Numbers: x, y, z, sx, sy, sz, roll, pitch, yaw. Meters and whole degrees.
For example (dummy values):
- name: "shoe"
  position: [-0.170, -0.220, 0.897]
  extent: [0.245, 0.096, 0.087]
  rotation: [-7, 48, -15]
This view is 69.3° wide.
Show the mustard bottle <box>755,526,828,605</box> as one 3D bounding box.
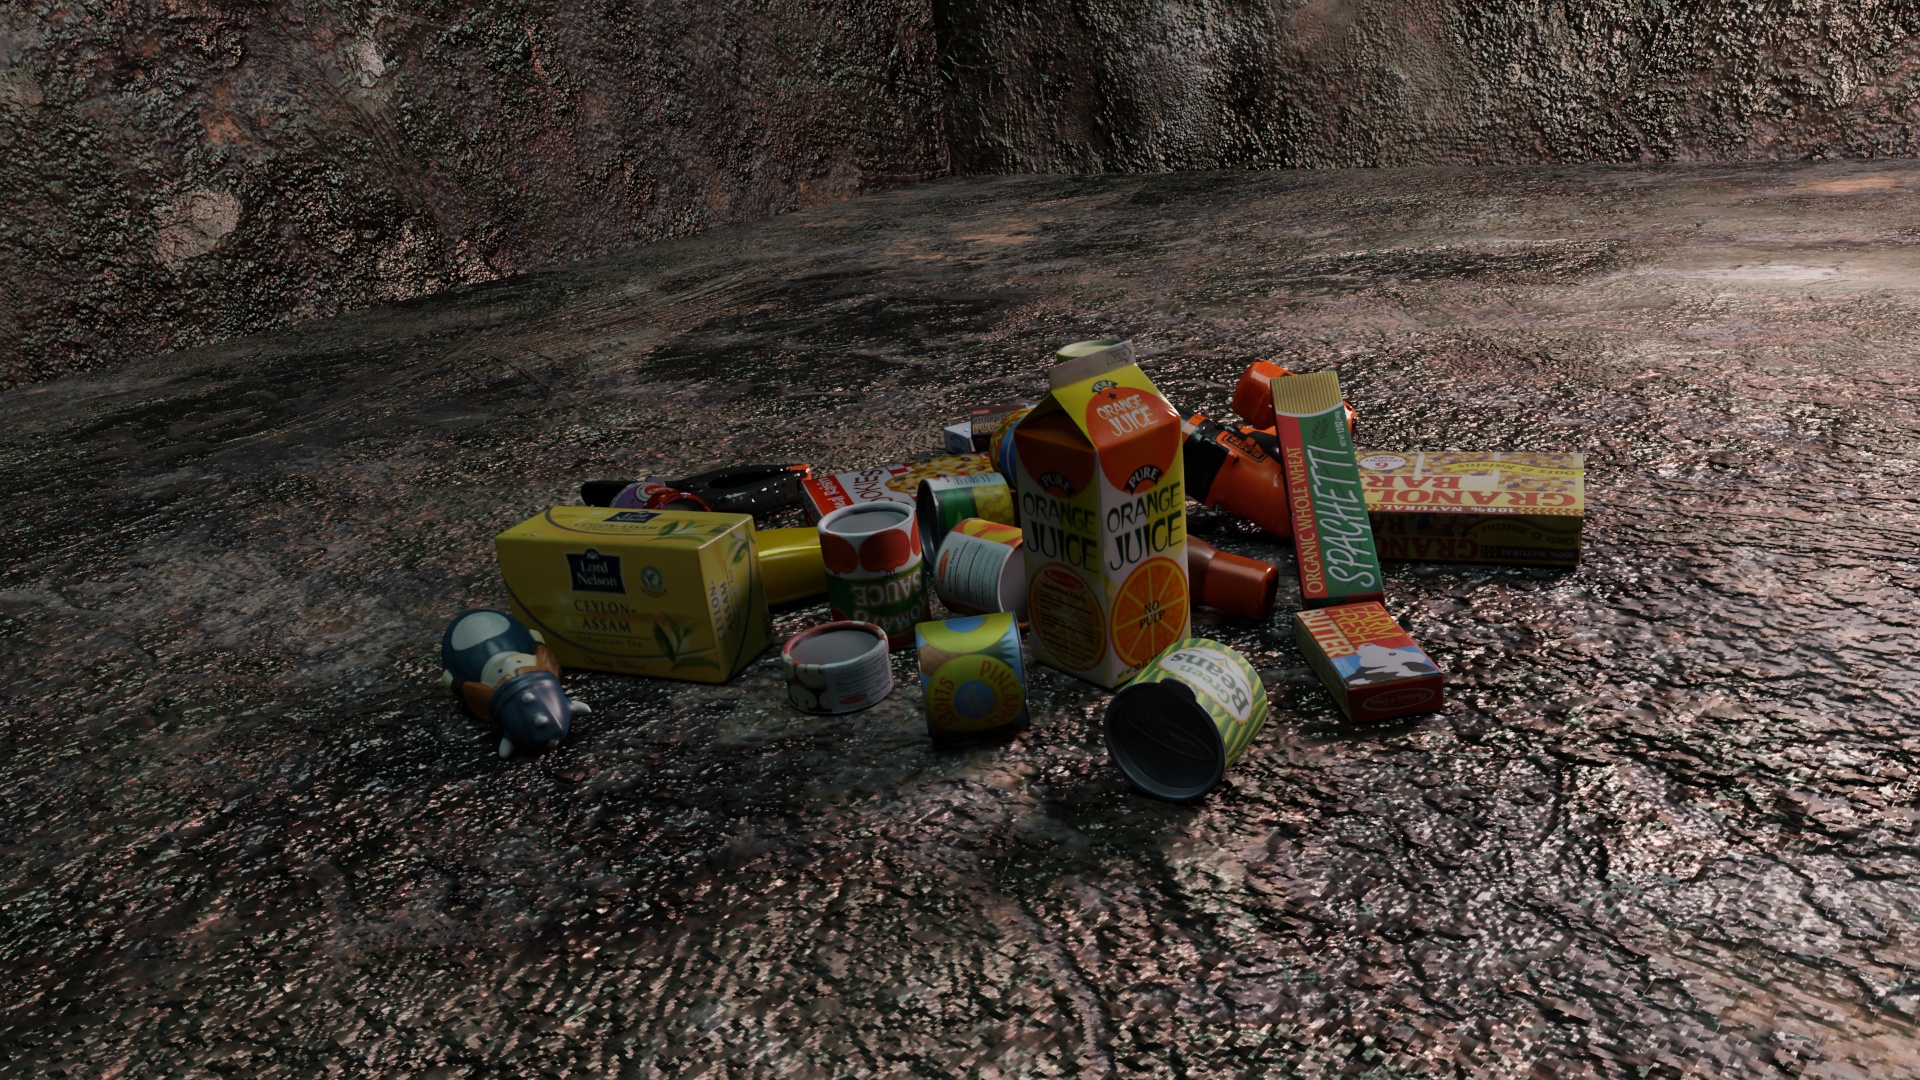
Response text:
- name: "mustard bottle"
  position: [-0.126, 0.018, 1.004]
  extent: [0.160, 0.048, 0.065]
  rotation: [-8, 21, -6]

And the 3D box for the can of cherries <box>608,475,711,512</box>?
- name: "can of cherries"
  position: [-0.235, -0.012, 1.089]
  extent: [0.072, 0.071, 0.058]
  rotation: [-24, 26, -38]

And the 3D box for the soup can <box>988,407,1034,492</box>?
- name: "soup can"
  position: [0.064, -0.063, 1.017]
  extent: [0.071, 0.071, 0.084]
  rotation: [-12, 15, -13]

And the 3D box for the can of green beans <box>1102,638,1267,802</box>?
- name: "can of green beans"
  position: [0.115, 0.090, 0.706]
  extent: [0.071, 0.071, 0.058]
  rotation: [7, 24, 33]

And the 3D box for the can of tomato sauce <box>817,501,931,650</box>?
- name: "can of tomato sauce"
  position: [-0.055, 0.024, 0.916]
  extent: [0.071, 0.082, 0.071]
  rotation: [-7, 20, 2]

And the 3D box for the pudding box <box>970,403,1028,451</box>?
- name: "pudding box"
  position: [0.037, -0.088, 1.201]
  extent: [0.050, 0.030, 0.083]
  rotation: [-3, -18, 6]

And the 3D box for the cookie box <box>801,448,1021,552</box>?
- name: "cookie box"
  position: [-0.035, -0.027, 1.110]
  extent: [0.168, 0.040, 0.123]
  rotation: [-11, 20, -13]

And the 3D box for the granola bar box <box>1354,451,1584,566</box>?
- name: "granola bar box"
  position: [0.347, -0.025, 0.975]
  extent: [0.165, 0.039, 0.125]
  rotation: [2, 23, 23]

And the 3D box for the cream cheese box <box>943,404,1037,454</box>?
- name: "cream cheese box"
  position: [0.041, -0.101, 1.304]
  extent: [0.104, 0.024, 0.053]
  rotation: [-16, 21, -24]

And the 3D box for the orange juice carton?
- name: "orange juice carton"
  position: [0.084, -0.018, 0.825]
  extent: [0.072, 0.192, 0.073]
  rotation: [-21, 25, -35]

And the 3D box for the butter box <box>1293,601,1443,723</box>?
- name: "butter box"
  position: [0.230, 0.067, 0.790]
  extent: [0.053, 0.024, 0.104]
  rotation: [-8, 20, -1]

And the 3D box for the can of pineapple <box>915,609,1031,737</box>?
- name: "can of pineapple"
  position: [0.007, 0.076, 0.781]
  extent: [0.058, 0.070, 0.071]
  rotation: [-8, 20, 0]

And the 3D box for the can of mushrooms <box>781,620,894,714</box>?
- name: "can of mushrooms"
  position: [-0.077, 0.077, 0.853]
  extent: [0.071, 0.033, 0.071]
  rotation: [-6, 21, 3]

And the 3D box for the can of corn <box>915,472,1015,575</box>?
- name: "can of corn"
  position: [0.004, -0.013, 1.020]
  extent: [0.058, 0.071, 0.071]
  rotation: [-6, 19, -15]

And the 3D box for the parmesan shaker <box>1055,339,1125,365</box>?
- name: "parmesan shaker"
  position: [0.123, -0.118, 1.208]
  extent: [0.071, 0.102, 0.071]
  rotation: [-6, 20, 2]

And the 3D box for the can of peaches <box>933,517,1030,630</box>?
- name: "can of peaches"
  position: [0.027, 0.022, 0.920]
  extent: [0.058, 0.071, 0.071]
  rotation: [13, 28, 44]

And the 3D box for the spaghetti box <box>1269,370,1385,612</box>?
- name: "spaghetti box"
  position: [0.245, -0.034, 0.940]
  extent: [0.050, 0.028, 0.251]
  rotation: [-6, 39, 12]

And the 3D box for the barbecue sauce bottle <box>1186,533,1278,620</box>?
- name: "barbecue sauce bottle"
  position: [0.133, 0.016, 0.913]
  extent: [0.148, 0.064, 0.044]
  rotation: [15, 64, 29]
